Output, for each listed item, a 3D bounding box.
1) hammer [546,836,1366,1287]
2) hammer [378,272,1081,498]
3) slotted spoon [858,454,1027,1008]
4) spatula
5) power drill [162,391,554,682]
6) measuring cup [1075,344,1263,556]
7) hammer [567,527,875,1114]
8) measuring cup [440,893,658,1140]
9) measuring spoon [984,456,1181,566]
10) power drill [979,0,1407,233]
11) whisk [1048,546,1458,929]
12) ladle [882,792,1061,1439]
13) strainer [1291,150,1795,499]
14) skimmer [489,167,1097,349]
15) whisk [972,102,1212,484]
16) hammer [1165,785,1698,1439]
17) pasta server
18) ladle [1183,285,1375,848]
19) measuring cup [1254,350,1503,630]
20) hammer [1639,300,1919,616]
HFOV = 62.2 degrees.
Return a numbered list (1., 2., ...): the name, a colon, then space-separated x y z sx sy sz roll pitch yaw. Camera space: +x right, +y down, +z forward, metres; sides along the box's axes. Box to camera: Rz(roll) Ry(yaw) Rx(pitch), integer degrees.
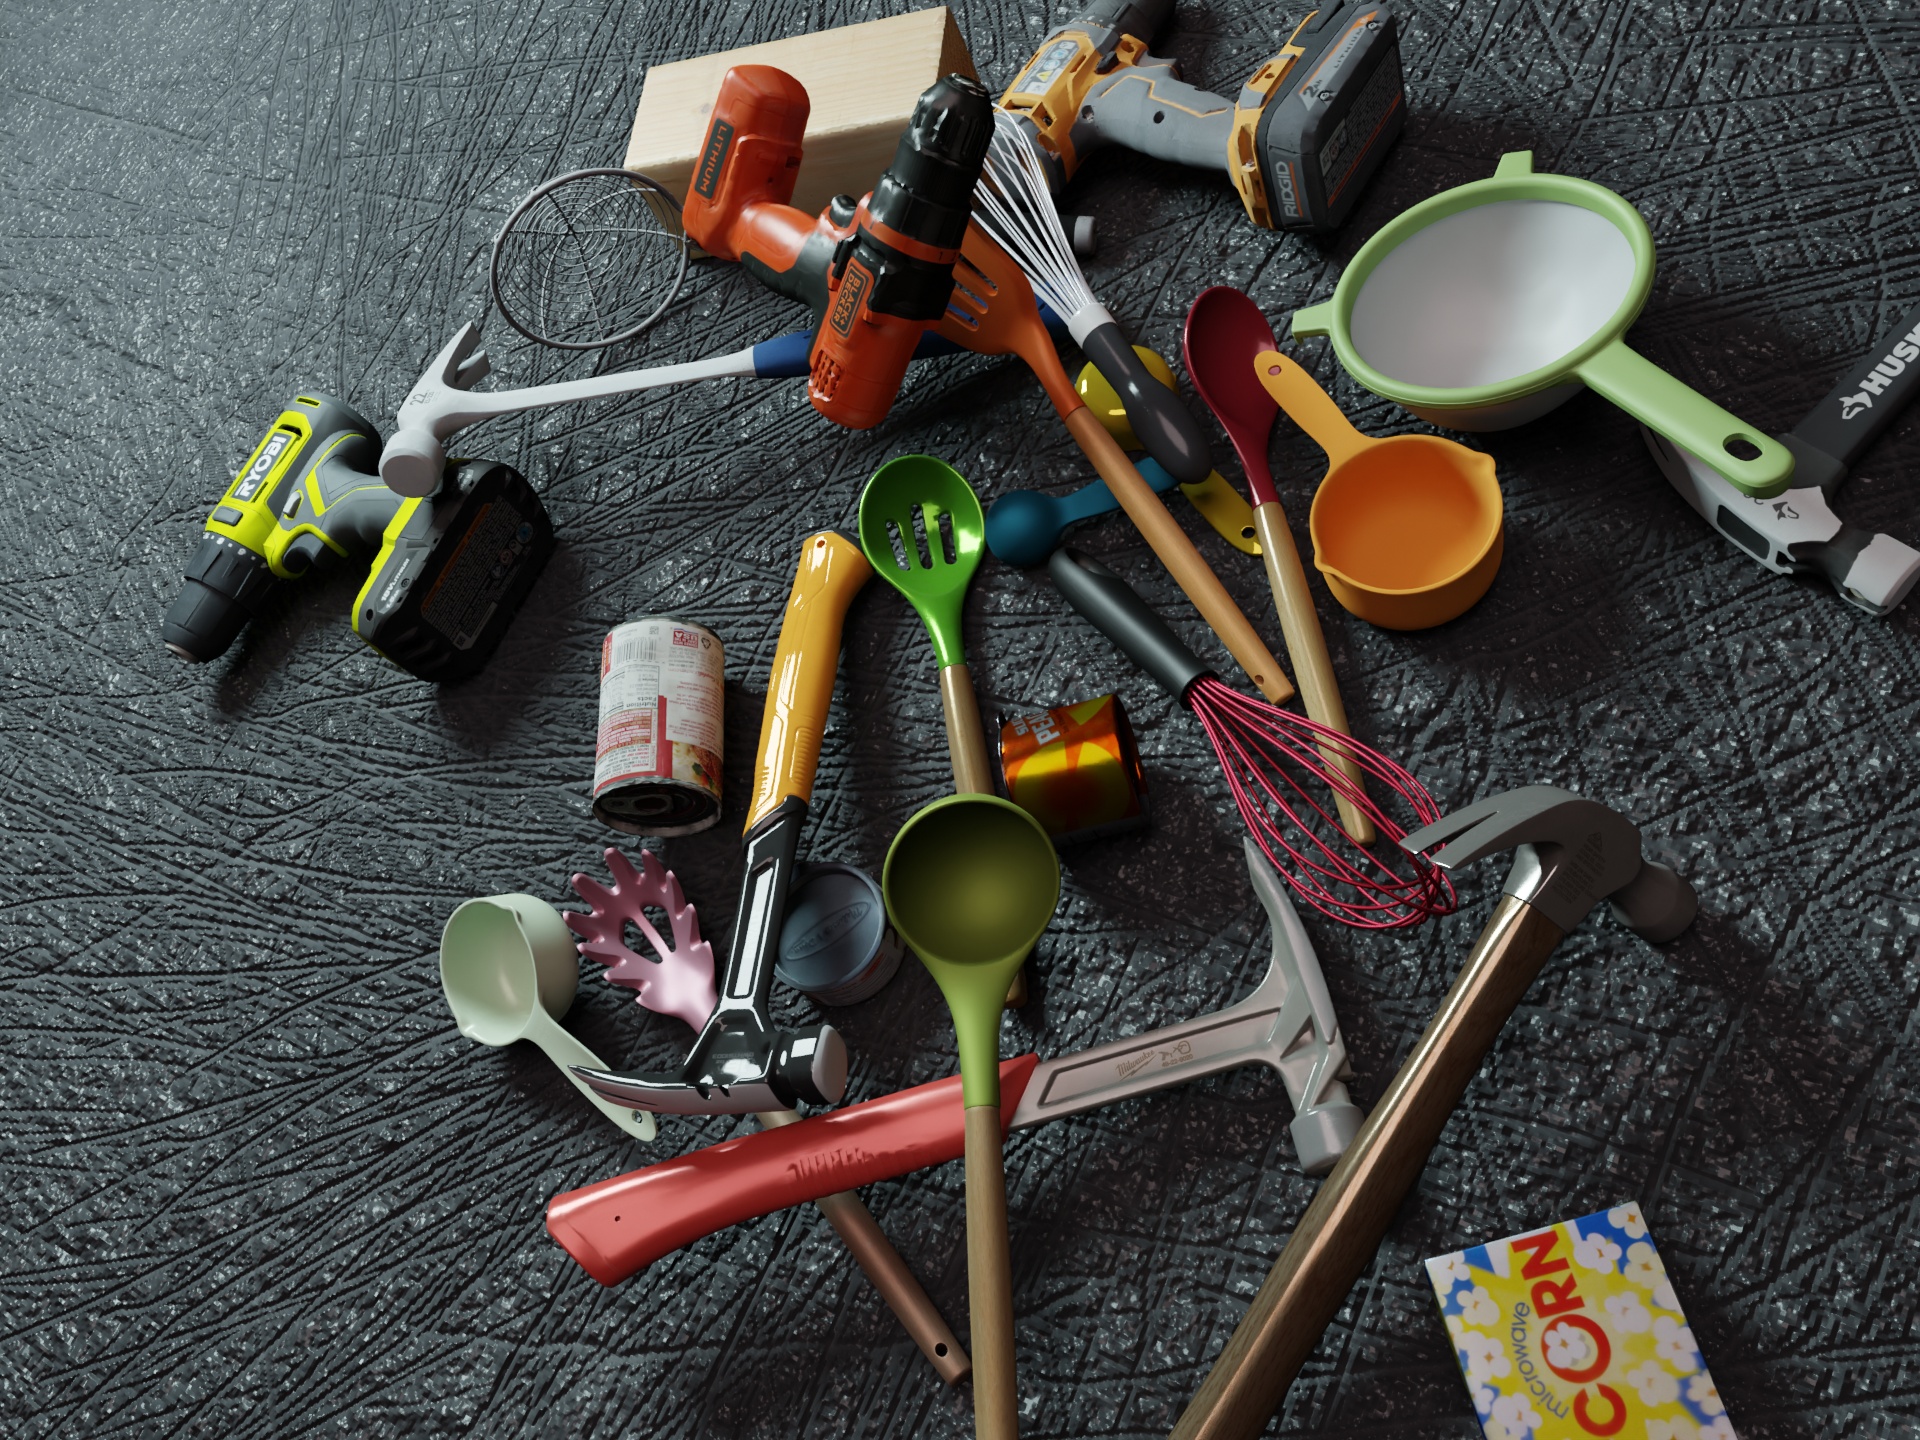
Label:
1. hammer: -0.011 0.170 0.709 0.359 0.036 0.149 -17 60 5
2. hammer: -0.130 -0.212 0.929 0.405 0.035 0.144 -8 42 5
3. slotted spoon: -0.001 -0.003 0.819 0.070 0.031 0.314 -7 63 -6
4. spatula: 0.066 -0.136 0.812 0.041 0.081 0.323 -19 67 -37
5. power drill: -0.384 -0.102 0.991 0.229 0.080 0.191 16 70 30
6. measuring cup: 0.114 -0.145 0.845 0.062 0.029 0.157 -36 58 1
7. hammer: -0.096 0.035 0.796 0.127 0.034 0.337 -7 51 19
8. measuring cup: -0.198 0.151 0.804 0.168 0.038 0.083 37 113 25
9. measuring spoon: 0.070 -0.119 0.836 0.128 0.021 0.042 -21 75 16
10. power drill: 0.140 -0.370 0.922 0.226 0.084 0.185 19 64 33
11. whisk: 0.124 -0.003 0.745 0.073 0.073 0.296 -40 48 -1
12. ladle: 0.010 0.182 0.646 0.078 0.062 0.320 -3 65 0
13. strainer: 0.288 -0.162 0.751 0.151 0.069 0.257 -37 49 0
14. skimmer: -0.103 -0.276 0.962 0.363 0.127 0.090 5 58 13
15. whisk: 0.056 -0.234 0.858 0.070 0.070 0.285 -32 68 3
16. hammer: 0.168 0.172 0.632 0.331 0.130 0.031 -57 26 -3
17. pasta server: -0.094 0.180 0.757 0.060 0.040 0.316 -39 58 -7
18. ladle: 0.161 -0.084 0.793 0.031 0.069 0.316 -41 51 48
19. measuring cup: 0.198 -0.117 0.787 0.095 0.052 0.174 -32 56 3
20. hammer: 0.467 -0.204 0.736 0.335 0.035 0.146 -45 58 -5
